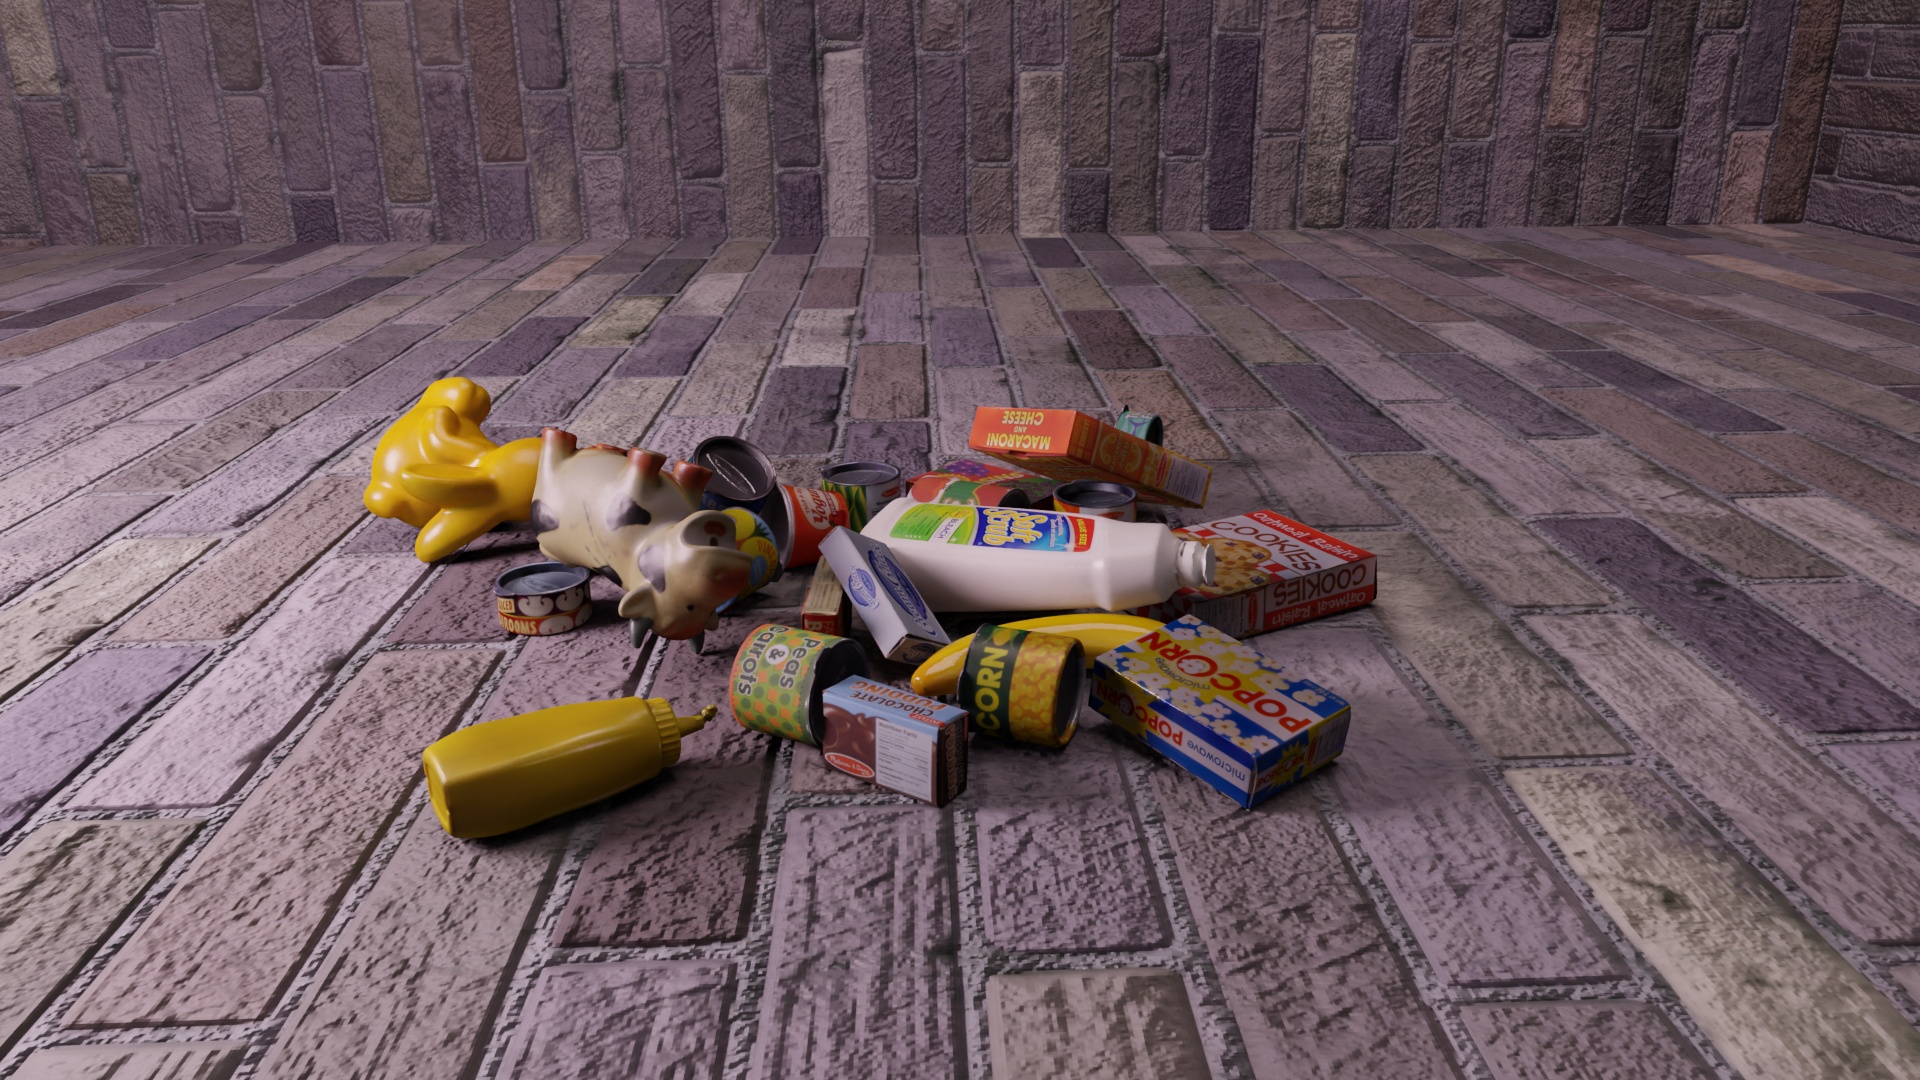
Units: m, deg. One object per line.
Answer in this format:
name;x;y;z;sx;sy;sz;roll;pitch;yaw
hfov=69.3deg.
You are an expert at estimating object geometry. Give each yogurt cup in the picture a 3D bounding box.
yogurt cup;-0.122;-0.011;1.098;0.054;0.072;0.072;-2;18;-28

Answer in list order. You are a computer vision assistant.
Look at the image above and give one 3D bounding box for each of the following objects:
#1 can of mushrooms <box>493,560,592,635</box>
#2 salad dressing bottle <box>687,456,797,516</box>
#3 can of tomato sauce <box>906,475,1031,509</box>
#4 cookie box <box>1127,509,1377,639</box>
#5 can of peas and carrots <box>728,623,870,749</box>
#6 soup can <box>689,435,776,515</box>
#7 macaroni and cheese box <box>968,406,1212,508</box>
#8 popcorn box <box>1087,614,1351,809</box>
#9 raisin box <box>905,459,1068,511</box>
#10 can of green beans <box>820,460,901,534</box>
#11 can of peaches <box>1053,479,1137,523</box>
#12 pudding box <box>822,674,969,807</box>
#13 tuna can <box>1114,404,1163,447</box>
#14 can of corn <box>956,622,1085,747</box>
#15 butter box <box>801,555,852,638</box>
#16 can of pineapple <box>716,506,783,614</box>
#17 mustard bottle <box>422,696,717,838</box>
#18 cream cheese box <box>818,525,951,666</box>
can of mushrooms;-0.301;0.041;0.999;0.071;0.033;0.071;0;20;0
salad dressing bottle;-0.196;-0.047;1.225;0.064;0.044;0.148;-7;19;-36
can of tomato sauce;0.004;-0.014;1.095;0.083;0.071;0.071;11;22;30
cookie box;0.201;0.026;1.023;0.168;0.040;0.123;-12;23;-26
can of peas and carrots;-0.096;0.084;0.823;0.059;0.070;0.071;9;22;27
soup can;-0.191;-0.029;1.084;0.071;0.083;0.072;18;44;-18
macaroni and cheese box;0.109;-0.068;1.160;0.166;0.040;0.123;17;-5;-39
popcorn box;0.149;0.096;0.807;0.085;0.038;0.127;-21;35;-34
raisin box;0.026;-0.032;1.185;0.123;0.040;0.086;16;26;35
can of green beans;-0.082;-0.029;1.152;0.071;0.057;0.071;0;20;0
can of peaches;0.106;-0.011;1.099;0.071;0.057;0.071;-1;20;0
pudding box;-0.037;0.111;0.778;0.084;0.049;0.030;13;22;32
tuna can;0.165;-0.090;1.295;0.033;0.070;0.071;9;22;23
can of corn;0.037;0.086;0.820;0.058;0.071;0.071;7;21;20
butter box;-0.089;0.053;0.935;0.024;0.053;0.104;1;20;1
can of pineapple;-0.174;0.015;1.021;0.071;0.070;0.058;8;22;22
mustard bottle;-0.207;0.118;0.765;0.161;0.048;0.065;-12;22;-30
cream cheese box;-0.050;0.037;0.925;0.053;0.024;0.104;21;28;-52
